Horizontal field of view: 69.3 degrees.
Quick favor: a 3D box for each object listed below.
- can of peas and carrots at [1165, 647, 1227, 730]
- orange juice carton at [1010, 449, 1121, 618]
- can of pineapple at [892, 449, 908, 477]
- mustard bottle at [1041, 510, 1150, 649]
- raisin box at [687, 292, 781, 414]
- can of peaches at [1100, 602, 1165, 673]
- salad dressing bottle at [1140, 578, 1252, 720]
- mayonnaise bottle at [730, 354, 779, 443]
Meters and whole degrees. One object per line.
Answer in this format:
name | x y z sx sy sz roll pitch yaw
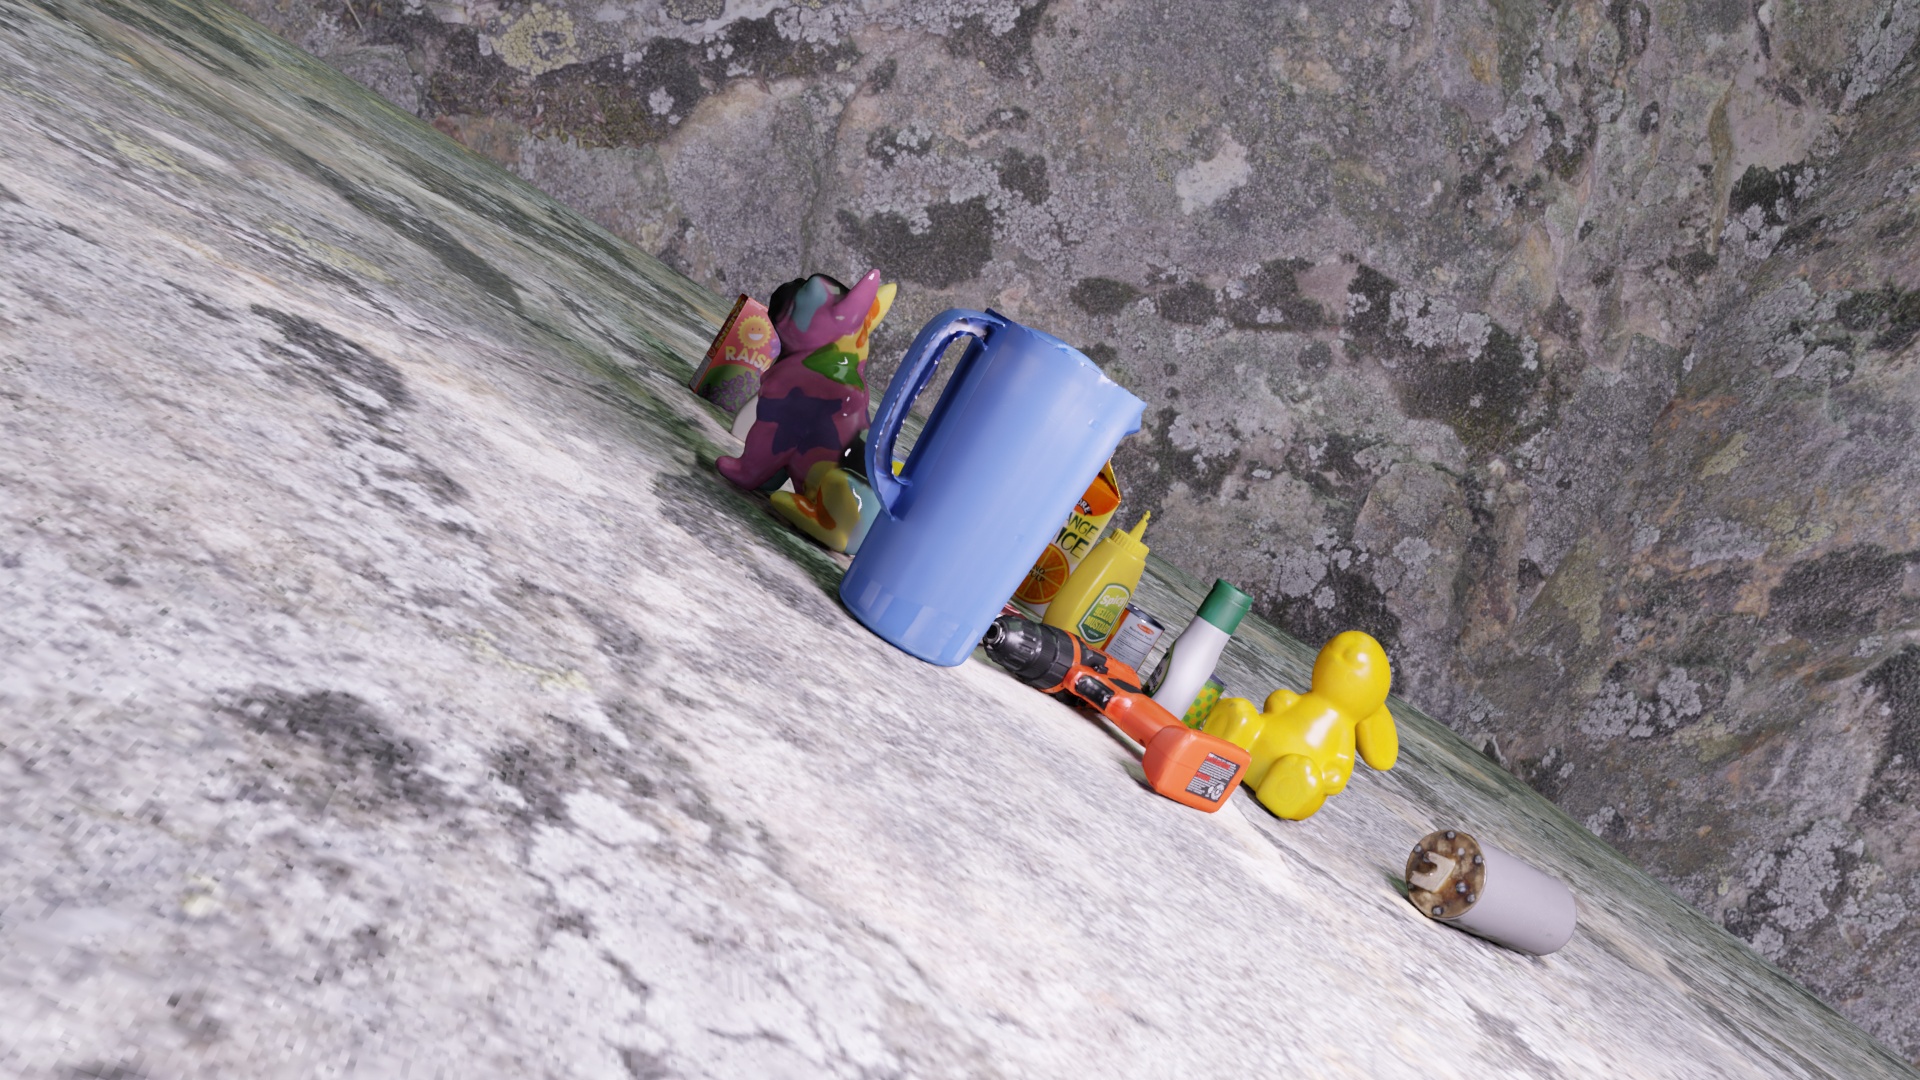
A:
can of peas and carrots | 0.213 0.145 1.344 0.071 0.058 0.071 31 7 -4
orange juice carton | 0.115 -0.016 1.495 0.073 0.192 0.072 32 6 5
can of pineapple | -0.084 -0.073 1.589 0.071 0.058 0.071 31 7 -4
mustard bottle | 0.140 0.039 1.350 0.065 0.160 0.049 26 9 -43
raisin box | -0.239 -0.205 1.568 0.086 0.123 0.040 28 7 -28
can of peaches | 0.177 0.101 1.496 0.071 0.058 0.071 31 7 -4
salad dressing bottle | 0.203 0.104 1.225 0.044 0.147 0.064 32 6 1
mayonnaise bottle | -0.175 -0.160 1.428 0.065 0.148 0.041 31 6 -9
